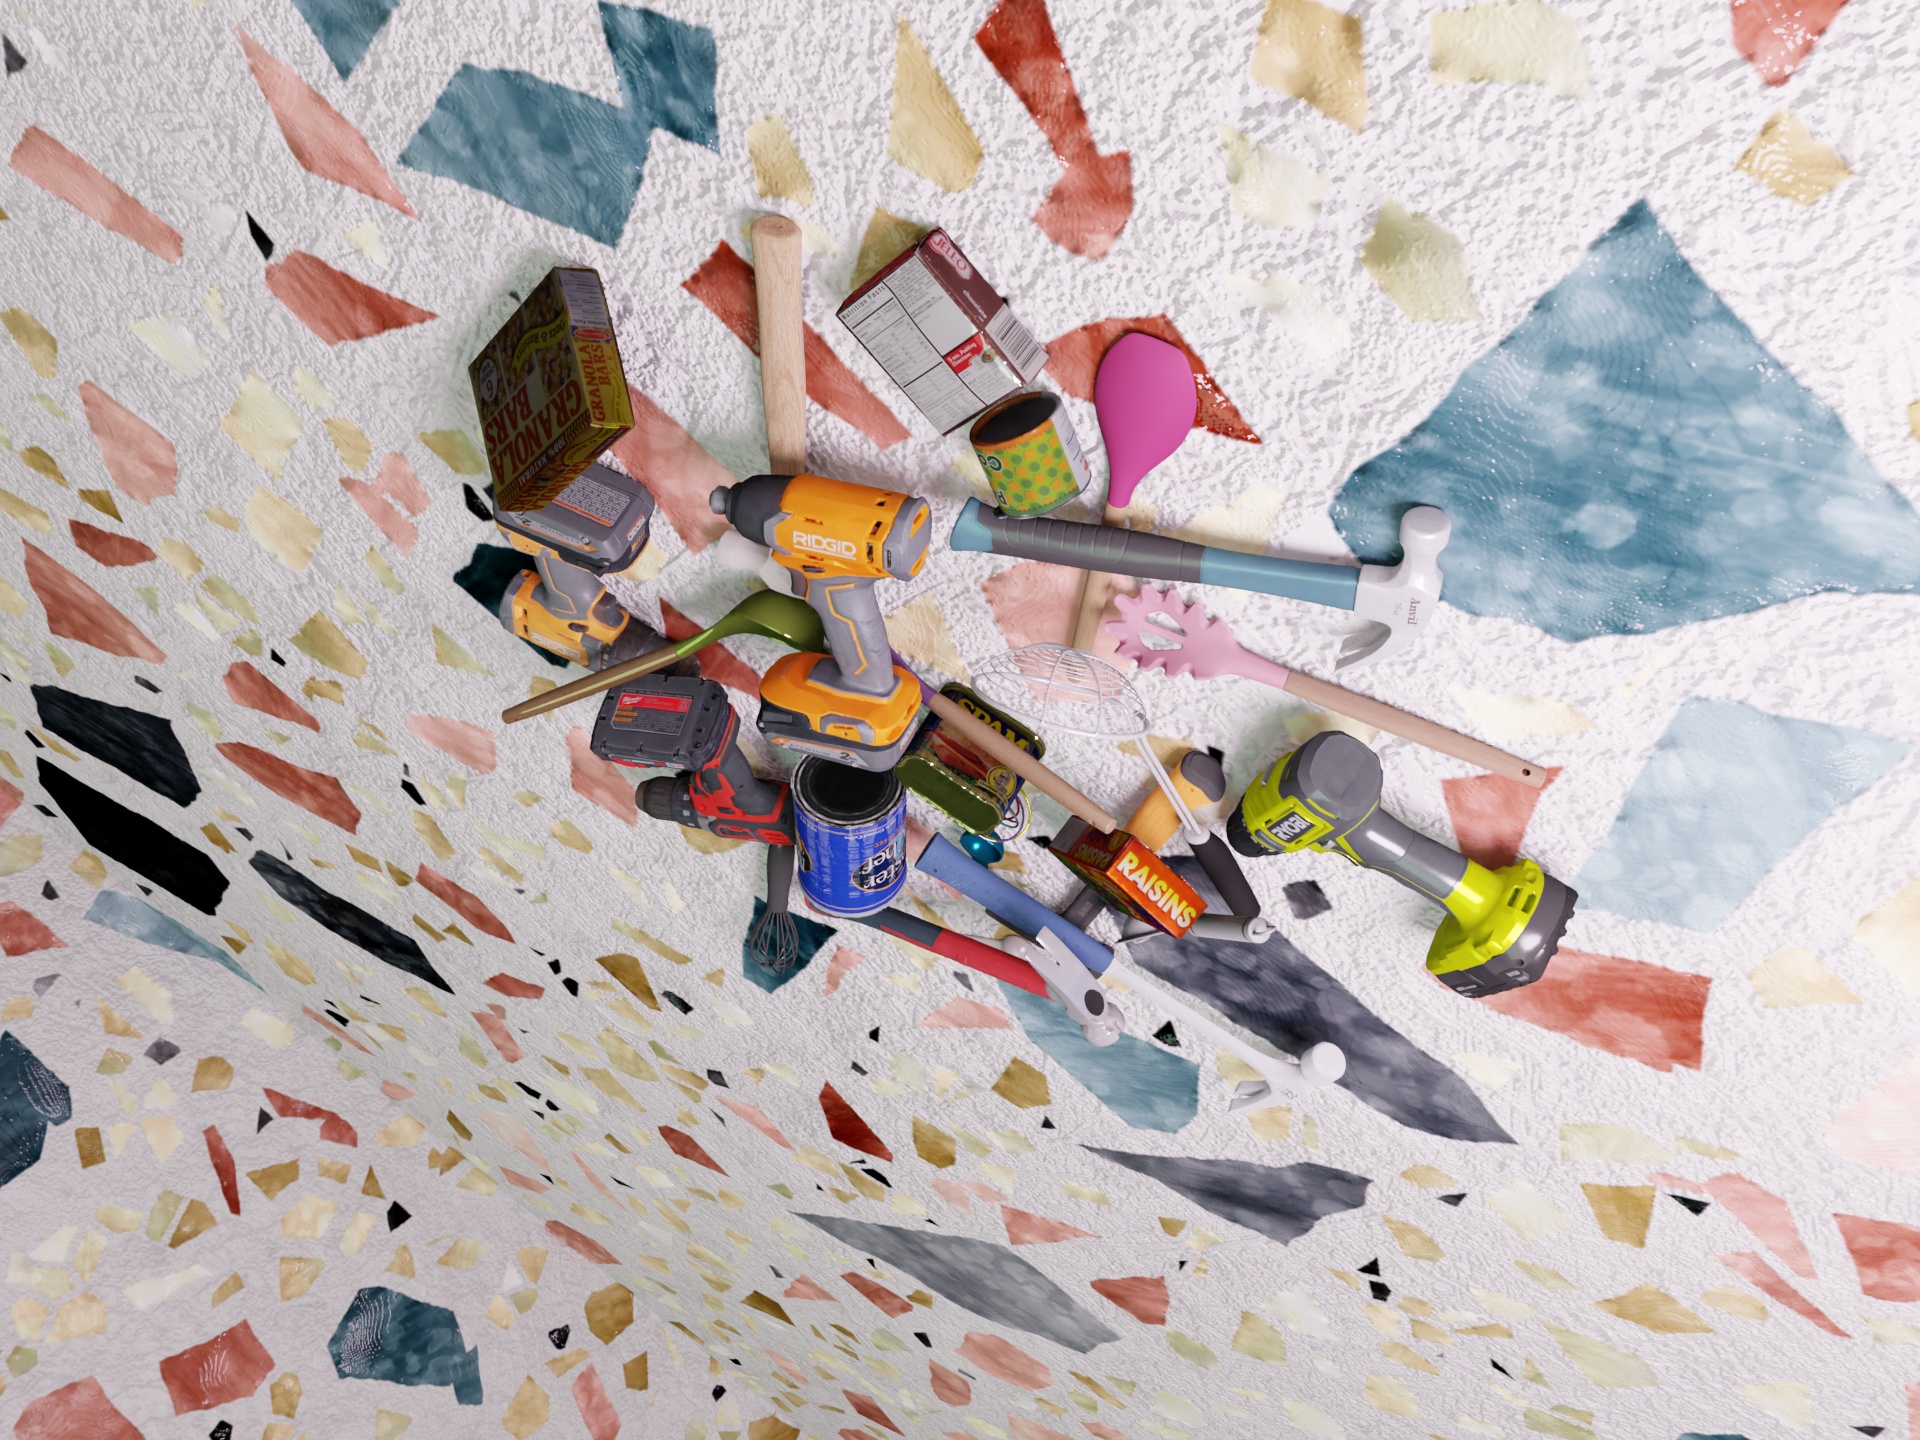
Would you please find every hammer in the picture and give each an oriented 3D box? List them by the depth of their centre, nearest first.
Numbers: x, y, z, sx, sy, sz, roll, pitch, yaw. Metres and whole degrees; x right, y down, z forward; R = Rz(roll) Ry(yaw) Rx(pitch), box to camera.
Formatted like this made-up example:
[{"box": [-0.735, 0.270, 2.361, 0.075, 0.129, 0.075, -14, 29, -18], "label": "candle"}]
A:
[{"box": [0.149, -0.107, 1.058, 0.331, 0.033, 0.128, 11, 138, 18], "label": "hammer"}, {"box": [-0.125, -0.213, 1.156, 0.130, 0.031, 0.331, 22, 142, 14], "label": "hammer"}, {"box": [0.129, 0.117, 1.351, 0.127, 0.034, 0.336, 31, 143, 0], "label": "hammer"}, {"box": [0.136, 0.225, 1.413, 0.405, 0.035, 0.144, 33, 143, -4], "label": "hammer"}, {"box": [-0.025, 0.195, 1.462, 0.386, 0.038, 0.143, 14, 150, 46], "label": "hammer"}]

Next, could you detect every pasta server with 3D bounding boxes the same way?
[{"box": [0.252, -0.018, 1.104, 0.316, 0.060, 0.040, 22, -175, 10], "label": "pasta server"}]

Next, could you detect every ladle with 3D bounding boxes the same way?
[{"box": [-0.259, -0.040, 1.345, 0.320, 0.062, 0.078, -19, 156, 20], "label": "ladle"}]

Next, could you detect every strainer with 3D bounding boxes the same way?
[{"box": [0.186, 0.158, 1.253, 0.258, 0.087, 0.050, 164, 91, -73], "label": "strainer"}]

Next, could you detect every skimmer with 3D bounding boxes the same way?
[{"box": [0.132, 0.068, 1.181, 0.127, 0.090, 0.362, 33, 164, 50], "label": "skimmer"}]

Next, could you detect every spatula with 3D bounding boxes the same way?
[{"box": [-0.002, -0.004, 1.246, 0.316, 0.018, 0.059, 36, 148, 27], "label": "spatula"}]

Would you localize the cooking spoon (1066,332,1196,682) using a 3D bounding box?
[{"box": [0.104, -0.132, 1.095, 0.069, 0.017, 0.318, 25, 142, 12], "label": "cooking spoon"}]

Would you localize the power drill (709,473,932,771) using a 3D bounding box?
[{"box": [-0.106, -0.081, 1.190, 0.164, 0.084, 0.226, 14, 131, 14], "label": "power drill"}]

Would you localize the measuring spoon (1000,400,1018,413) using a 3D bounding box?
[{"box": [0.038, -0.173, 1.106, 0.021, 0.011, 0.116, 9, 135, 16], "label": "measuring spoon"}]

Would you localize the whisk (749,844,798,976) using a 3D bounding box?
[{"box": [-0.189, 0.188, 1.656, 0.055, 0.055, 0.238, 23, 138, 12], "label": "whisk"}]

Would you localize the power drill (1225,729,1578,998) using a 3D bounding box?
[{"box": [0.309, 0.107, 1.164, 0.228, 0.080, 0.190, 33, 159, 1], "label": "power drill"}]

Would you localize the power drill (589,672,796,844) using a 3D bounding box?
[{"box": [-0.252, 0.044, 1.466, 0.188, 0.080, 0.226, 6, 154, 23], "label": "power drill"}]

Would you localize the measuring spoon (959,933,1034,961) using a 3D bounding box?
[{"box": [0.018, 0.226, 1.567, 0.124, 0.018, 0.034, 0, 133, 37], "label": "measuring spoon"}]

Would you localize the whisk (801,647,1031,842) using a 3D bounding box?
[{"box": [-0.037, 0.015, 1.355, 0.245, 0.051, 0.047, 40, 122, -4], "label": "whisk"}]

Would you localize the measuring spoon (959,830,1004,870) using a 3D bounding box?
[{"box": [0.021, 0.129, 1.462, 0.042, 0.021, 0.128, 22, 152, 12], "label": "measuring spoon"}]

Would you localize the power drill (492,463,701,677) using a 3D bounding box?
[{"box": [-0.308, -0.116, 1.363, 0.185, 0.084, 0.226, 24, 147, 4], "label": "power drill"}]
